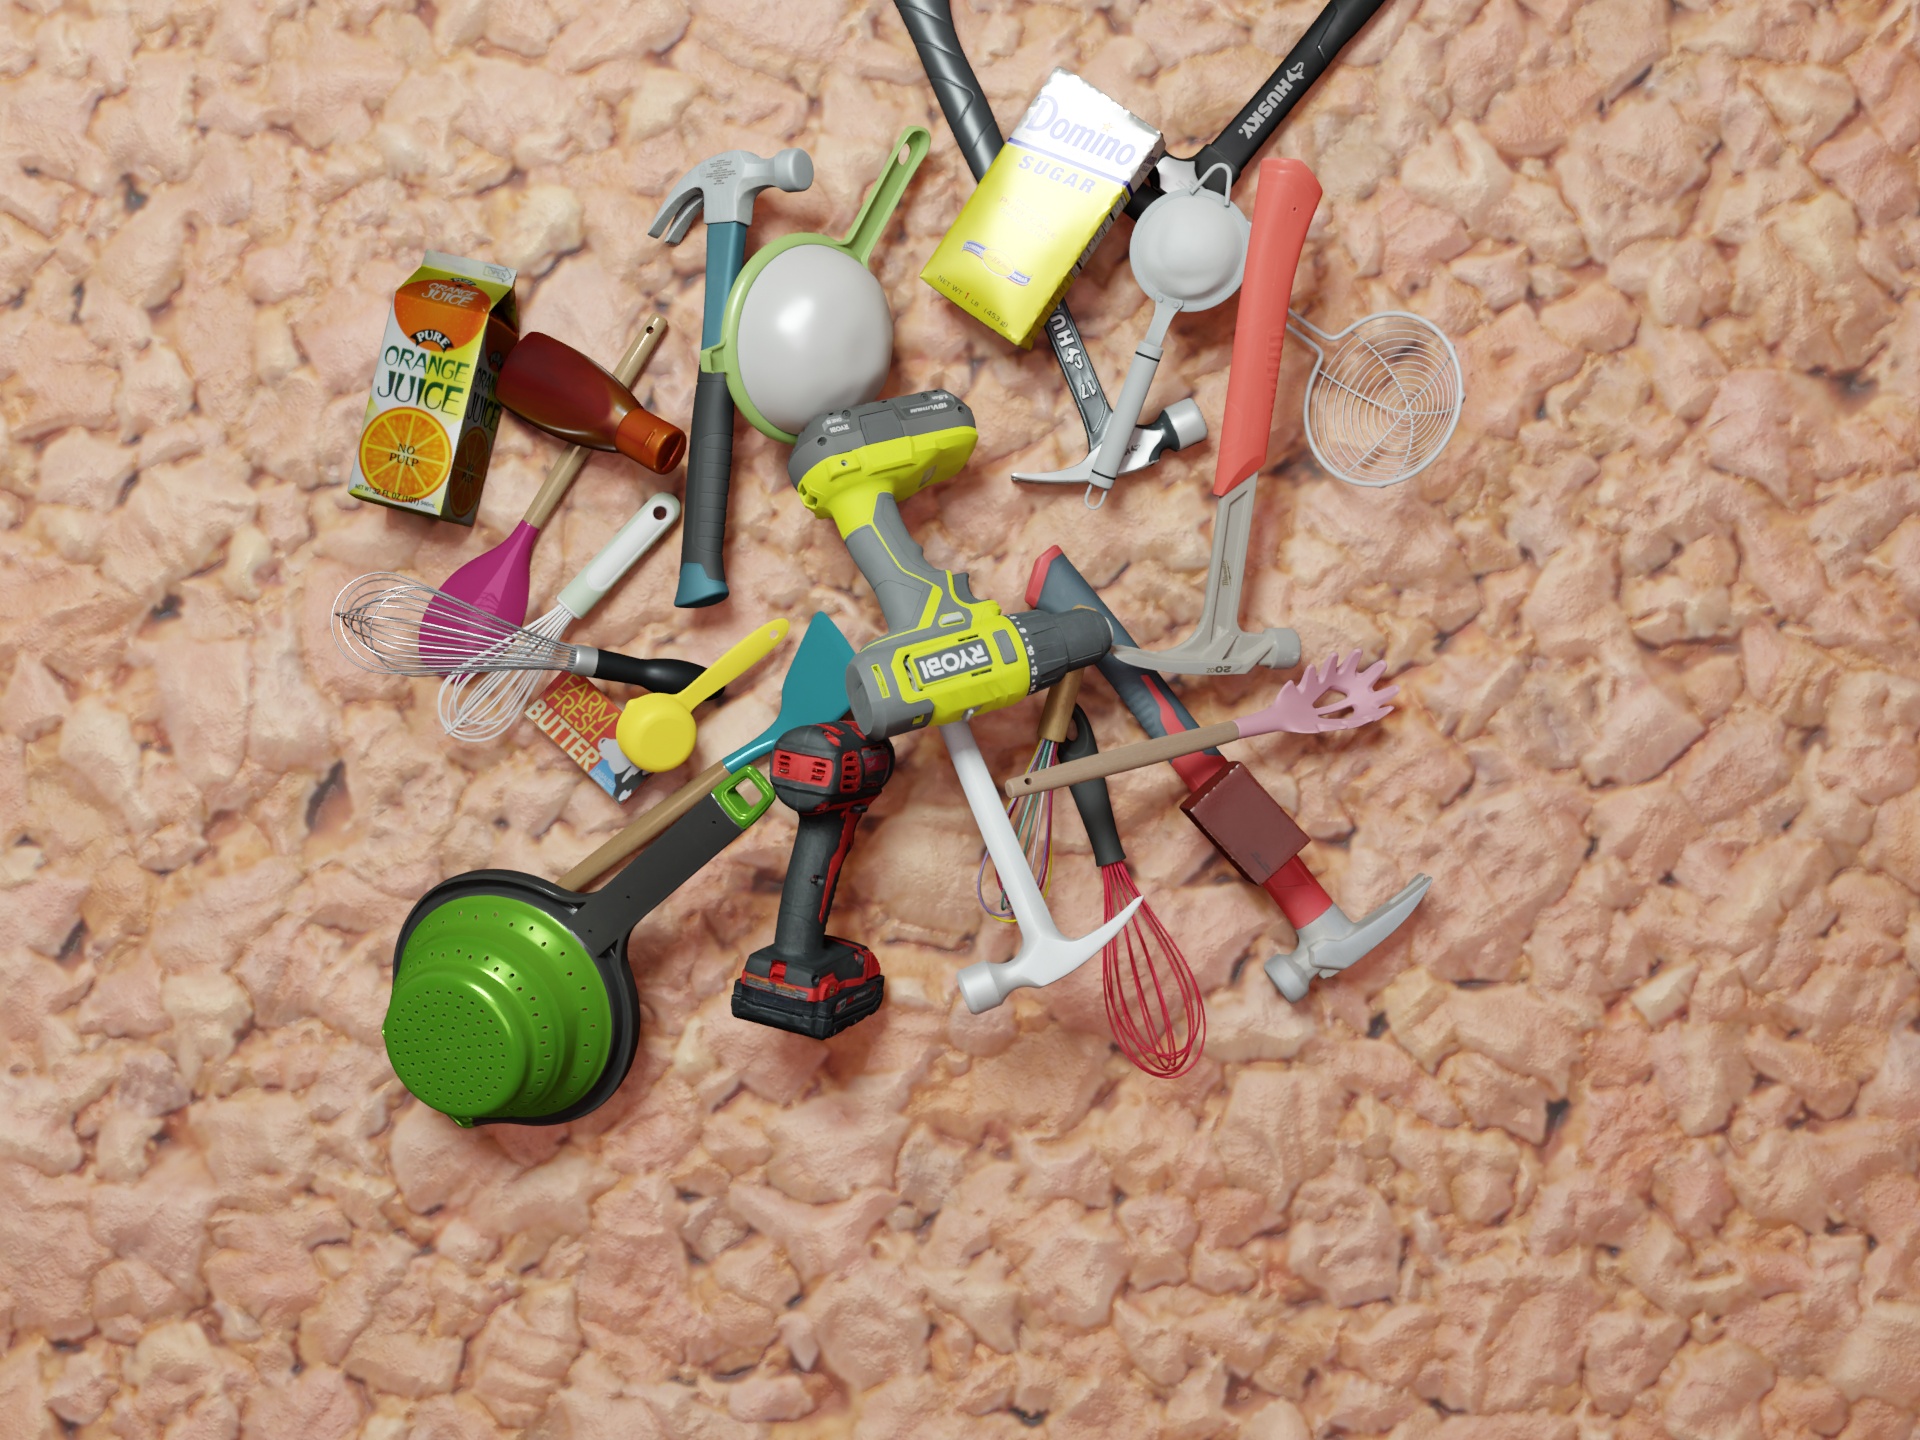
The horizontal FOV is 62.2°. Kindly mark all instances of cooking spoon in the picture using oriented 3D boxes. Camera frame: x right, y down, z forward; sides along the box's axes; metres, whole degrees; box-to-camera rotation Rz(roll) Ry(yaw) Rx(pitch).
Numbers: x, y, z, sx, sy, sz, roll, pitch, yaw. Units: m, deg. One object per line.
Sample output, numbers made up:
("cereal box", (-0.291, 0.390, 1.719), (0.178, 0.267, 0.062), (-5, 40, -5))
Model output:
("cooking spoon", (-0.311, -0.170, 1.201), (0.069, 0.017, 0.319), (33, 92, -1))

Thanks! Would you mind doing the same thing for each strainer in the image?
("strainer", (-0.069, -0.314, 1.137), (0.069, 0.151, 0.256), (21, 81, 41))
("strainer", (0.139, -0.271, 1.137), (0.087, 0.050, 0.258), (22, 107, 8))

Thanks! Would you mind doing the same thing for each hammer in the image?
("hammer", (0.194, -0.209, 1.124), (0.149, 0.037, 0.359), (1, 106, -18))
("hammer", (0.038, -0.368, 1.187), (0.149, 0.036, 0.409), (-24, 91, 2))
("hammer", (-0.178, -0.246, 1.163), (0.128, 0.033, 0.331), (7, 94, 30))
("hammer", (-0.002, -0.004, 1.151), (0.144, 0.035, 0.406), (-22, 78, -1))
("hammer", (0.190, 0.019, 1.199), (0.143, 0.038, 0.386), (-37, 92, 0))
("hammer", (0.275, -0.503, 1.182), (0.146, 0.035, 0.335), (40, 91, -1))

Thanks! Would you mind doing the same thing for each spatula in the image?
("spatula", (-0.201, 0.045, 1.196), (0.317, 0.044, 0.082), (-37, 61, 3))

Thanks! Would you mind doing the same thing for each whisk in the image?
("whisk", (0.119, 0.125, 1.196), (0.073, 0.073, 0.296), (-17, 86, 1))
("whisk", (-0.302, -0.050, 1.142), (0.284, 0.070, 0.070), (11, 92, -28))
("whisk", (-0.299, -0.079, 1.191), (0.057, 0.059, 0.246), (44, 87, -16))
("whisk", (0.065, 0.035, 1.180), (0.047, 0.051, 0.245), (19, 100, 25))

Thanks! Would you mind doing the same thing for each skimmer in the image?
("skimmer", (0.203, -0.311, 1.150), (0.363, 0.090, 0.127), (36, 120, -5))

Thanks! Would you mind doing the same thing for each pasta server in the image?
("pasta server", (0.177, 0.009, 1.146), (0.316, 0.040, 0.060), (-14, 66, -22))

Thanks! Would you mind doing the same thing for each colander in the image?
("colander", (-0.284, 0.167, 1.116), (0.397, 0.094, 0.204), (-40, 90, 20))

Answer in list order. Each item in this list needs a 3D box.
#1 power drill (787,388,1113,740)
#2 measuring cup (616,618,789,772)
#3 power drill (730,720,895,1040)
("power drill", (-0.011, -0.112, 1.120), (0.190, 0.080, 0.229), (-17, 76, -19))
("measuring cup", (-0.184, -0.020, 1.173), (0.156, 0.029, 0.062), (-40, 127, -7))
("power drill", (-0.095, 0.108, 1.157), (0.078, 0.143, 0.219), (10, 97, 20))
